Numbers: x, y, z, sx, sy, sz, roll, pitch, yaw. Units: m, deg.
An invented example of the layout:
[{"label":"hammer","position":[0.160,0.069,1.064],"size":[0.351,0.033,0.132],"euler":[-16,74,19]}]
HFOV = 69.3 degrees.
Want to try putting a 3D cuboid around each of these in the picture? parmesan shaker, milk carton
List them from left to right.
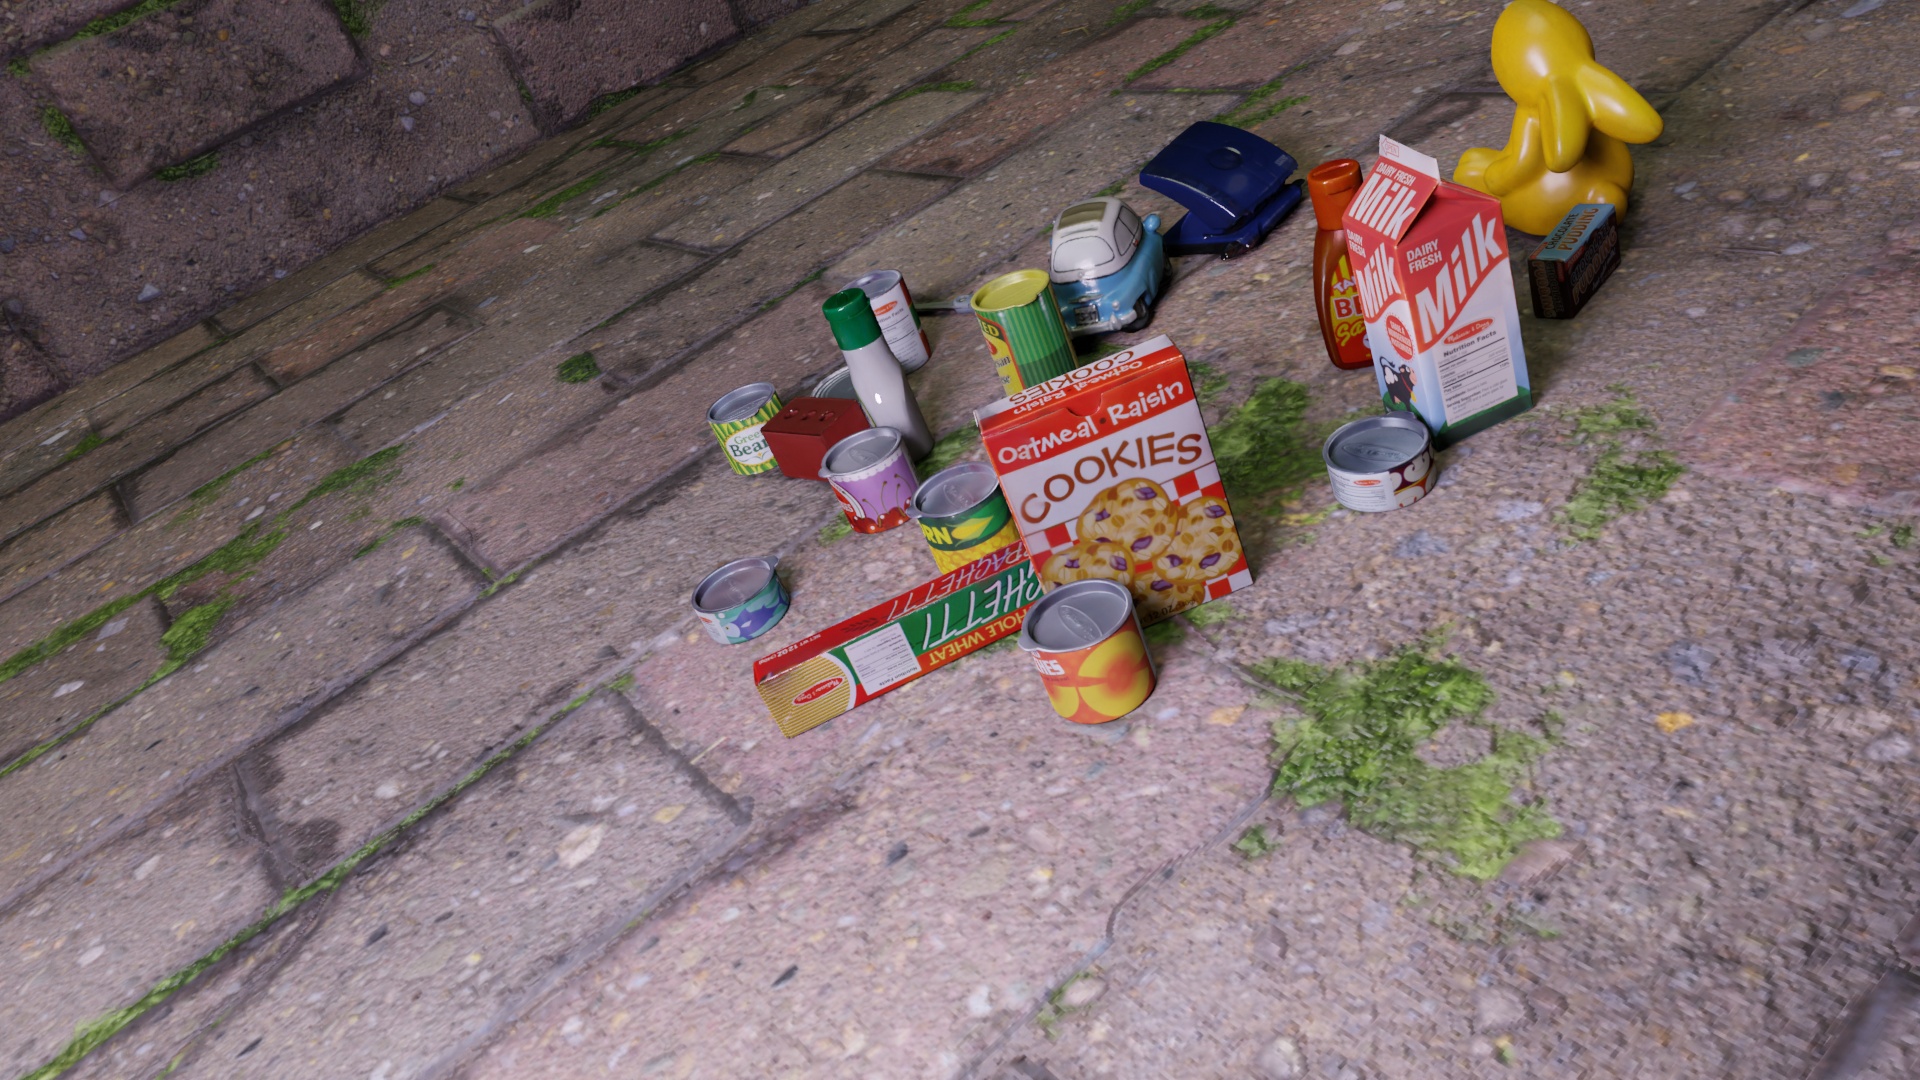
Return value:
[{"label":"parmesan shaker","position":[0.057,-0.158,1.124],"size":[0.071,0.102,0.072],"euler":[-17,31,11]},{"label":"milk carton","position":[0.301,-0.162,0.885],"size":[0.073,0.189,0.072],"euler":[-24,30,-2]}]

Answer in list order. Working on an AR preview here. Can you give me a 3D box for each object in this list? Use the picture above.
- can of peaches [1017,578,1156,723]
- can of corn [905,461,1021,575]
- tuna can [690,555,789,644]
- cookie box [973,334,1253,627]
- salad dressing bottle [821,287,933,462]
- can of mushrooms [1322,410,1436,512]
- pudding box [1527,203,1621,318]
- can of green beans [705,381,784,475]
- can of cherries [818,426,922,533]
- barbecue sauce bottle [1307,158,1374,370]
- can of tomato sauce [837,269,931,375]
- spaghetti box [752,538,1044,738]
[{"label":"can of peaches","position":[0.074,0.066,0.809],"size":[0.071,0.057,0.071],"euler":[-17,31,11]},{"label":"can of corn","position":[0.003,-0.012,0.976],"size":[0.071,0.058,0.071],"euler":[-17,31,11]},{"label":"tuna can","position":[-0.159,0.043,1.023],"size":[0.071,0.032,0.071],"euler":[-17,31,10]},{"label":"cookie box","position":[0.094,-0.024,0.828],"size":[0.123,0.166,0.040],"euler":[-22,30,2]},{"label":"salad dressing bottle","position":[-0.067,-0.131,1.121],"size":[0.044,0.147,0.064],"euler":[-20,30,5]},{"label":"can of mushrooms","position":[0.269,-0.051,0.886],"size":[0.071,0.033,0.071],"euler":[-17,31,10]},{"label":"pudding box","position":[0.439,-0.201,0.992],"size":[0.030,0.049,0.084],"euler":[14,46,46]},{"label":"can of green beans","position":[-0.184,-0.100,1.236],"size":[0.071,0.057,0.071],"euler":[-17,31,11]},{"label":"can of cherries","position":[-0.069,-0.046,1.076],"size":[0.071,0.058,0.072],"euler":[-17,31,11]},{"label":"barbecue sauce bottle","position":[0.281,-0.198,0.994],"size":[0.065,0.148,0.044],"euler":[-16,31,13]},{"label":"can of tomato sauce","position":[-0.071,-0.201,1.296],"size":[0.071,0.082,0.071],"euler":[-17,31,11]},{"label":"spaghetti box","position":[-0.010,0.051,0.894],"size":[0.250,0.050,0.029],"euler":[-25,30,-3]}]
